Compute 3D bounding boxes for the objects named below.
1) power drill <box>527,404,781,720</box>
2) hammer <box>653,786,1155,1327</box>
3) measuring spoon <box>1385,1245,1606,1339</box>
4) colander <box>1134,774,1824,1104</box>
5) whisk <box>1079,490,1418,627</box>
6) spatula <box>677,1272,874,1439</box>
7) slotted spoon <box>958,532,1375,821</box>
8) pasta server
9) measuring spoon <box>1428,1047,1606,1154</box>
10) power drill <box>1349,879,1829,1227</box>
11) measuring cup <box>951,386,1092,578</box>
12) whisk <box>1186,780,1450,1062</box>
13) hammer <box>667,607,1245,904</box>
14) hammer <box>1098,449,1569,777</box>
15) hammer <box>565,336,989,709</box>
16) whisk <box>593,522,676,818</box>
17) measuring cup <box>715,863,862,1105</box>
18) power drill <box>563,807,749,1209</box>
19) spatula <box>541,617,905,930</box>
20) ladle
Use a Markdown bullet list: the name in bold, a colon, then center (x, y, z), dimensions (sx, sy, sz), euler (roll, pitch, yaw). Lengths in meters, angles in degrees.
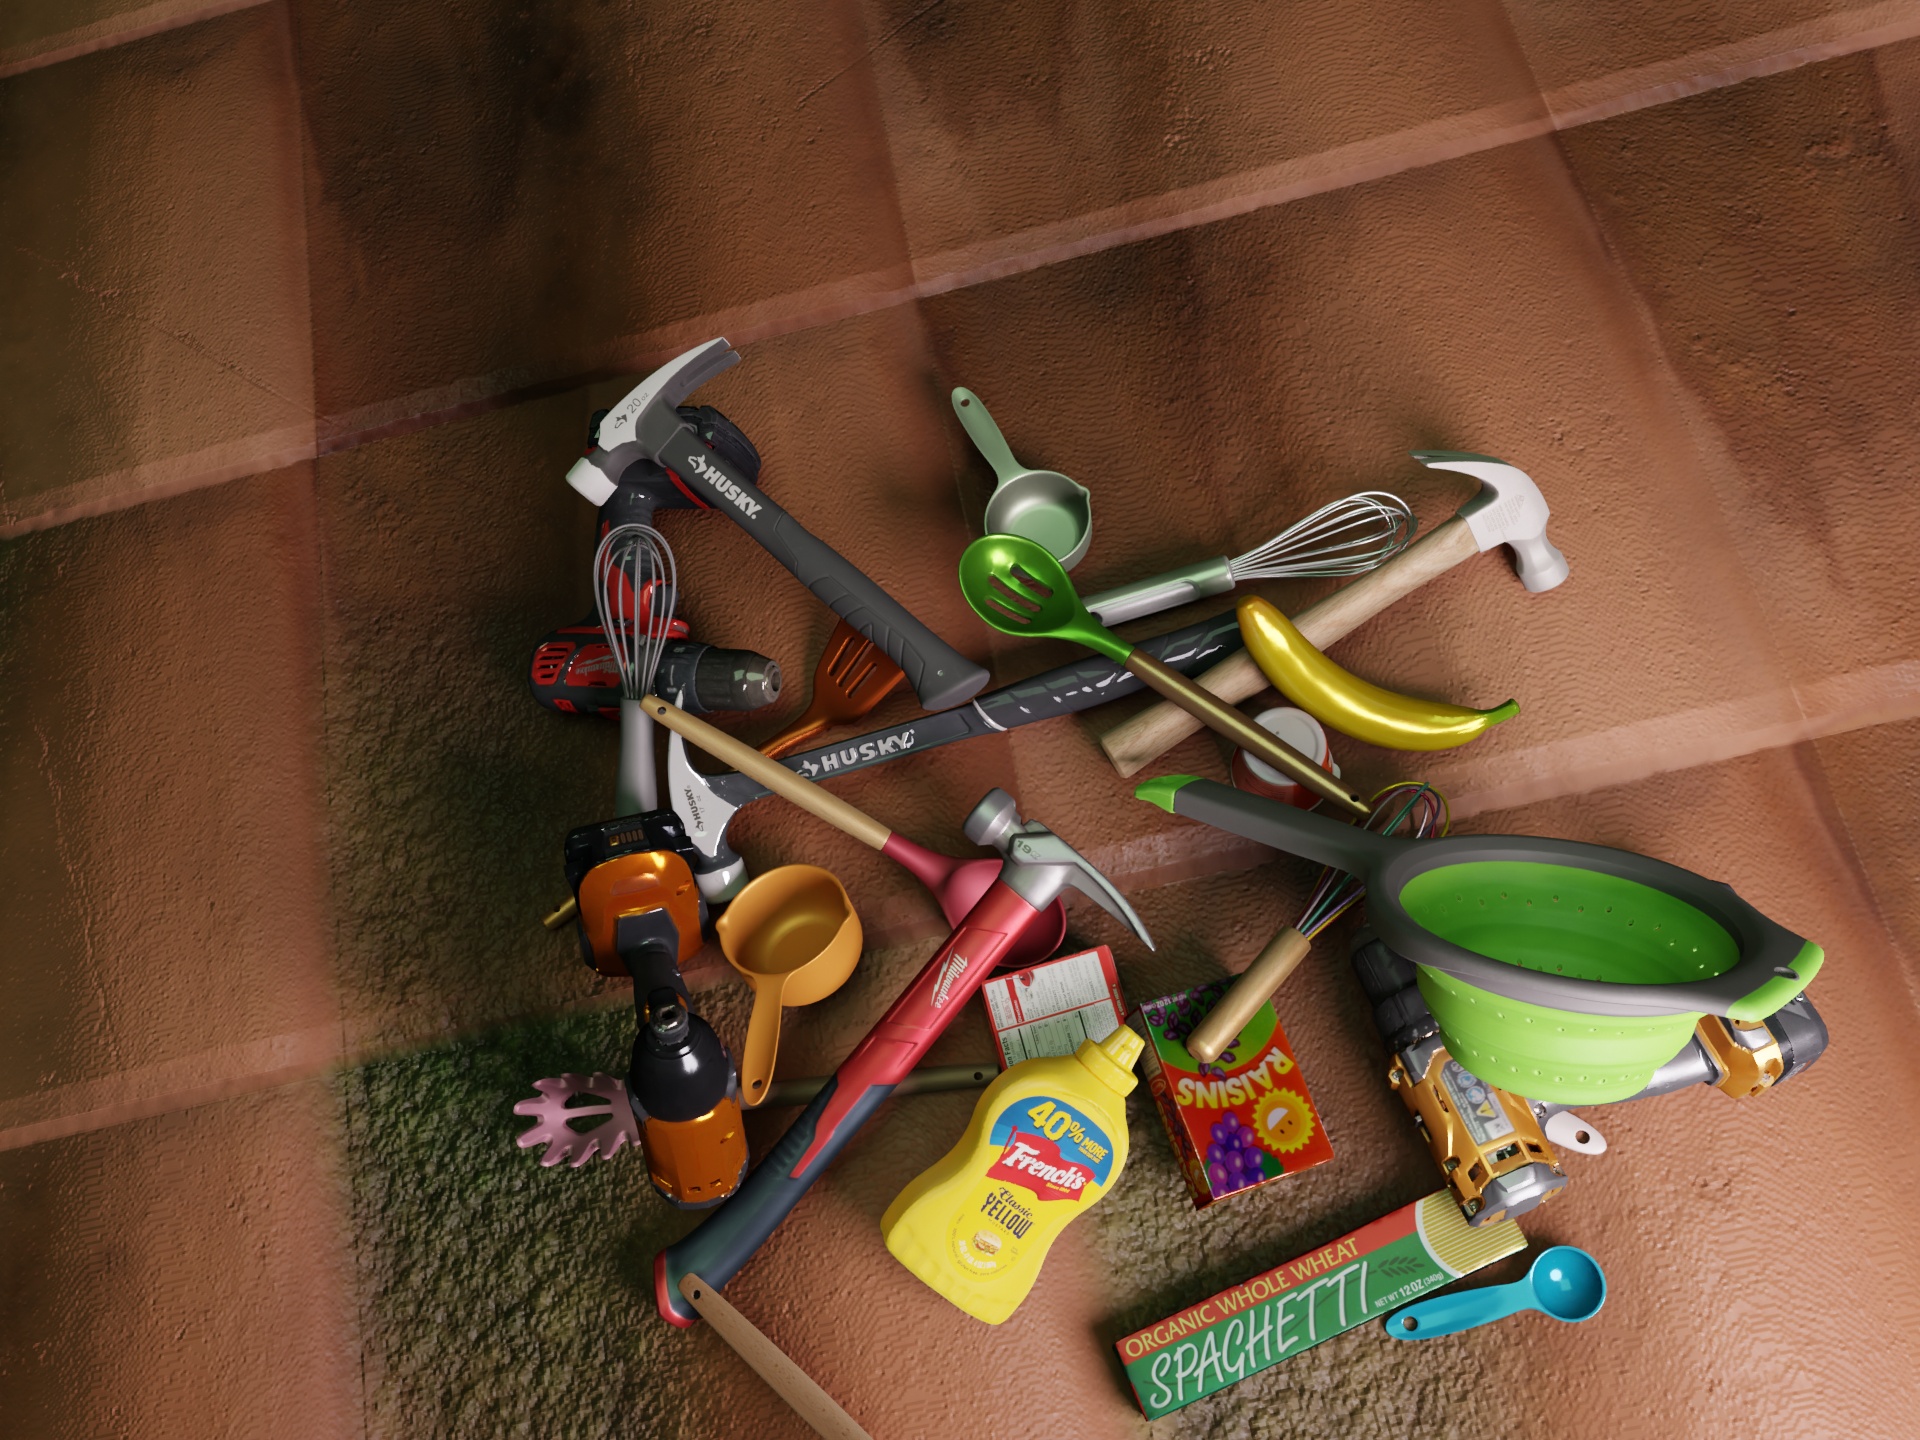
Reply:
- **power drill**: center (-0.204, -0.107, 1.145), dimensions (0.188, 0.080, 0.227), euler (3, 74, 20)
- **hammer**: center (-0.047, 0.234, 0.995), dimensions (0.143, 0.038, 0.386), euler (40, 90, 10)
- **measuring spoon**: center (0.314, 0.342, 0.937), dimensions (0.128, 0.021, 0.042), euler (-20, 70, 12)
- **colander**: center (0.259, 0.120, 0.904), dimensions (0.397, 0.204, 0.094), euler (18, 114, 42)
- **whisk**: center (0.193, -0.104, 1.100), dimensions (0.246, 0.057, 0.059), euler (-16, 34, 8)
- **spatula**: center (-0.049, 0.438, 0.937), dimensions (0.318, 0.044, 0.082), euler (38, 81, 17)
- **slotted spoon**: center (0.130, -0.025, 1.030), dimensions (0.314, 0.031, 0.070), euler (34, 69, 16)
- **pasta server**: center (-0.131, 0.246, 1.034), dimensions (0.316, 0.040, 0.060), euler (-7, 86, 6)
- **measuring spoon**: center (0.333, 0.230, 0.968), dimensions (0.124, 0.018, 0.034), euler (25, 76, 17)
- **power drill**: center (0.359, 0.172, 0.943), dimensions (0.226, 0.084, 0.186), euler (-23, 61, -1)
- **measuring cup**: center (0.037, -0.173, 1.156), dimensions (0.083, 0.038, 0.168), euler (-29, 66, -1)
- **whisk**: center (0.225, 0.121, 0.988), dimensions (0.047, 0.051, 0.245), euler (44, 69, 6)
- **hammer**: center (-0.002, -0.003, 1.079), dimensions (0.409, 0.036, 0.149), euler (-17, 102, -2)
- **hammer**: center (0.237, -0.065, 1.055), dimensions (0.331, 0.130, 0.031), euler (-32, 25, 3)
- **hammer**: center (-0.110, -0.123, 1.069), dimensions (0.335, 0.035, 0.146), euler (40, 90, 19)
- **whisk**: center (-0.220, -0.013, 1.071), dimensions (0.055, 0.055, 0.239), euler (3, 97, 11)
- **measuring cup**: center (-0.112, 0.177, 1.021), dimensions (0.095, 0.052, 0.174), euler (-7, 49, 15)
- **power drill**: center (-0.185, 0.163, 0.977), dimensions (0.084, 0.164, 0.227), euler (-13, 47, -13)
- **spatula**: center (-0.167, 0.038, 1.112), dimensions (0.322, 0.041, 0.081), euler (-39, 57, -4)
- **ladle**: center (-0.072, 0.067, 1.043), dimensions (0.315, 0.031, 0.069), euler (31, 79, -3)
